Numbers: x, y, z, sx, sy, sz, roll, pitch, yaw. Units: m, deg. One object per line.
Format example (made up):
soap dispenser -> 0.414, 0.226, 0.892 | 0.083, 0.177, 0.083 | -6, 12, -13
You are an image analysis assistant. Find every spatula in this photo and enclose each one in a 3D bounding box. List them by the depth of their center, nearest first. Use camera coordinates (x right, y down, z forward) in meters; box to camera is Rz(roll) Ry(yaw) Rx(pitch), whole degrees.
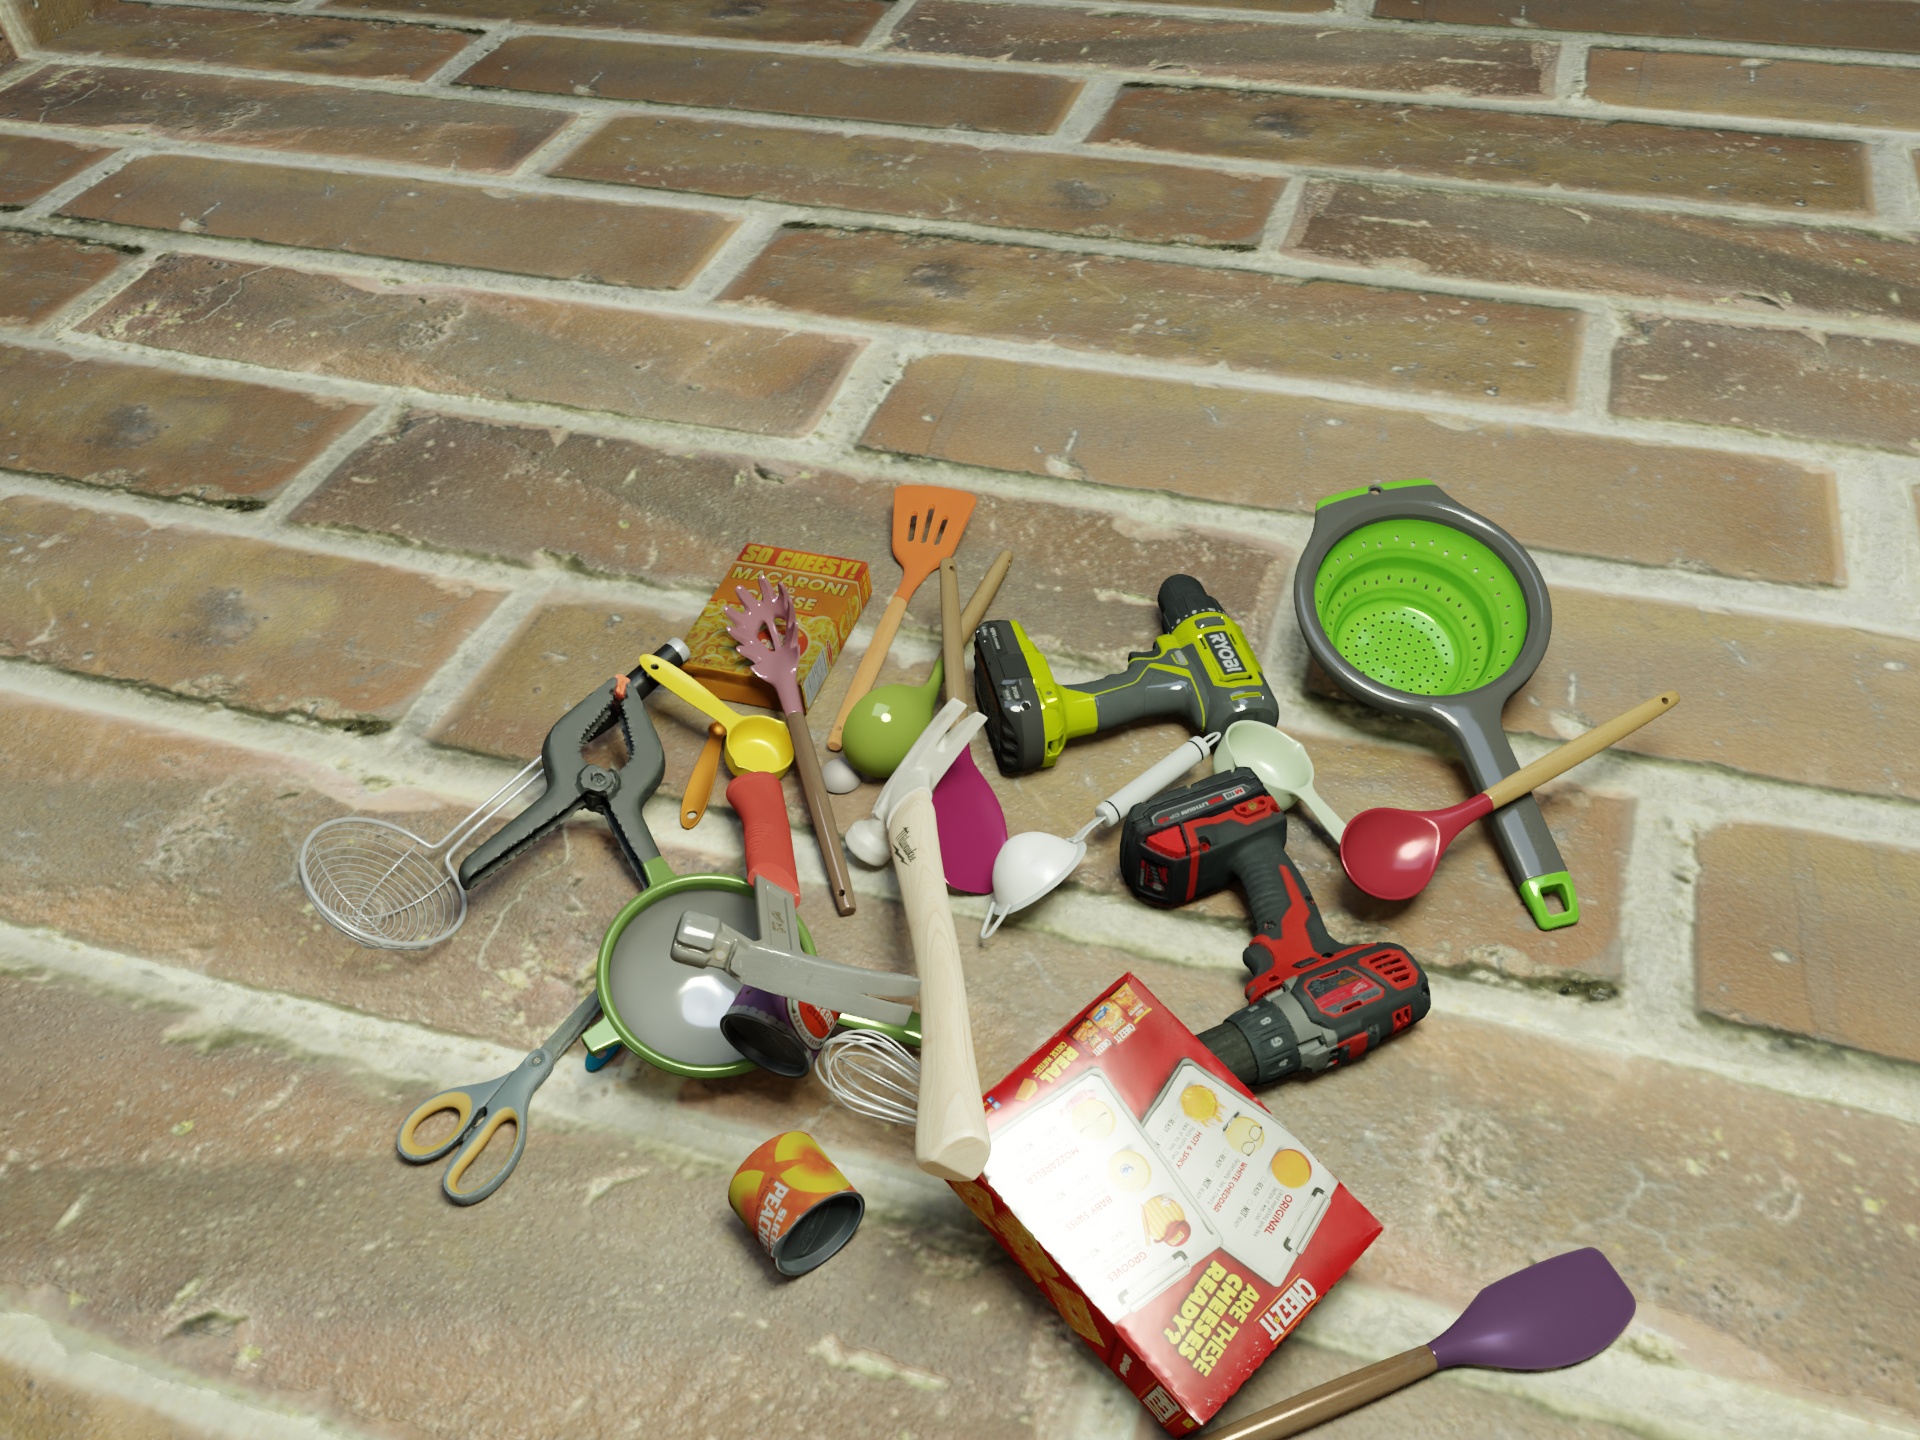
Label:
spatula -> 0.250, 0.378, 0.915 | 0.316, 0.018, 0.060 | -16, 46, -13
spatula -> -0.063, -0.097, 1.415 | 0.081, 0.041, 0.323 | 9, 46, 12

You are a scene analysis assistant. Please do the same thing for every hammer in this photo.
hammer -> -0.014, 0.133, 1.036 | 0.038, 0.146, 0.411 | 29, 21, -20
hammer -> -0.122, 0.106, 1.100 | 0.149, 0.036, 0.359 | 18, 11, -13

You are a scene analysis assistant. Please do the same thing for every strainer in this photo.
strainer -> -0.126, 0.200, 1.106 | 0.256, 0.069, 0.152 | 16, 54, -5
strainer -> 0.103, 0.073, 1.199 | 0.258, 0.050, 0.087 | -33, 10, -24

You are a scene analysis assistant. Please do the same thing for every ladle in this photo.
ladle -> 0.407, 0.047, 1.170 | 0.315, 0.031, 0.069 | -26, 76, -15
ladle -> -0.018, -0.062, 1.369 | 0.062, 0.078, 0.320 | 2, 36, 21

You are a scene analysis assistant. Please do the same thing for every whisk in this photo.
whisk -> 0.015, 0.266, 1.017 | 0.246, 0.057, 0.059 | 25, 32, 15

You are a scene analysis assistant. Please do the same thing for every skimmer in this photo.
skimmer -> -0.344, 0.039, 1.239 | 0.127, 0.090, 0.363 | 42, 63, 7

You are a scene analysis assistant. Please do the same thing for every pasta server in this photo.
pasta server -> -0.129, 0.015, 1.269 | 0.060, 0.040, 0.317 | -23, 56, 6

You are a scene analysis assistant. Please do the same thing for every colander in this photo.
colander -> 0.387, -0.006, 1.268 | 0.204, 0.094, 0.397 | -12, 62, -6

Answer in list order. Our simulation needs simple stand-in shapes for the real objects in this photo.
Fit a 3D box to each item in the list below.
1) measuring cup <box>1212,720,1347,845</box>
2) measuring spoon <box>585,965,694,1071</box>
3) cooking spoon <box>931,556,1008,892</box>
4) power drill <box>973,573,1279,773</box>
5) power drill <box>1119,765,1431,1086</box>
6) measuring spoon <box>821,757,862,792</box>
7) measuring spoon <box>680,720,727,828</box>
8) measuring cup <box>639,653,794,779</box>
measuring cup -> 0.259, 0.070, 1.221 | 0.083, 0.038, 0.168 | -14, 55, -41
measuring spoon -> -0.226, 0.201, 1.140 | 0.042, 0.021, 0.129 | 21, 58, 23
cooking spoon -> -0.002, -0.004, 1.279 | 0.068, 0.017, 0.319 | 13, 54, -23
power drill -> 0.130, -0.044, 1.322 | 0.228, 0.080, 0.191 | -9, 44, -9
power drill -> 0.192, 0.153, 1.115 | 0.188, 0.080, 0.227 | -19, 49, -15
measuring spoon -> -0.076, 0.014, 1.316 | 0.034, 0.018, 0.124 | 19, 48, 22
measuring spoon -> -0.209, 0.045, 1.303 | 0.021, 0.011, 0.117 | 5, 48, 7
measuring cup -> -0.204, -0.002, 1.304 | 0.156, 0.029, 0.062 | 36, 51, 12
